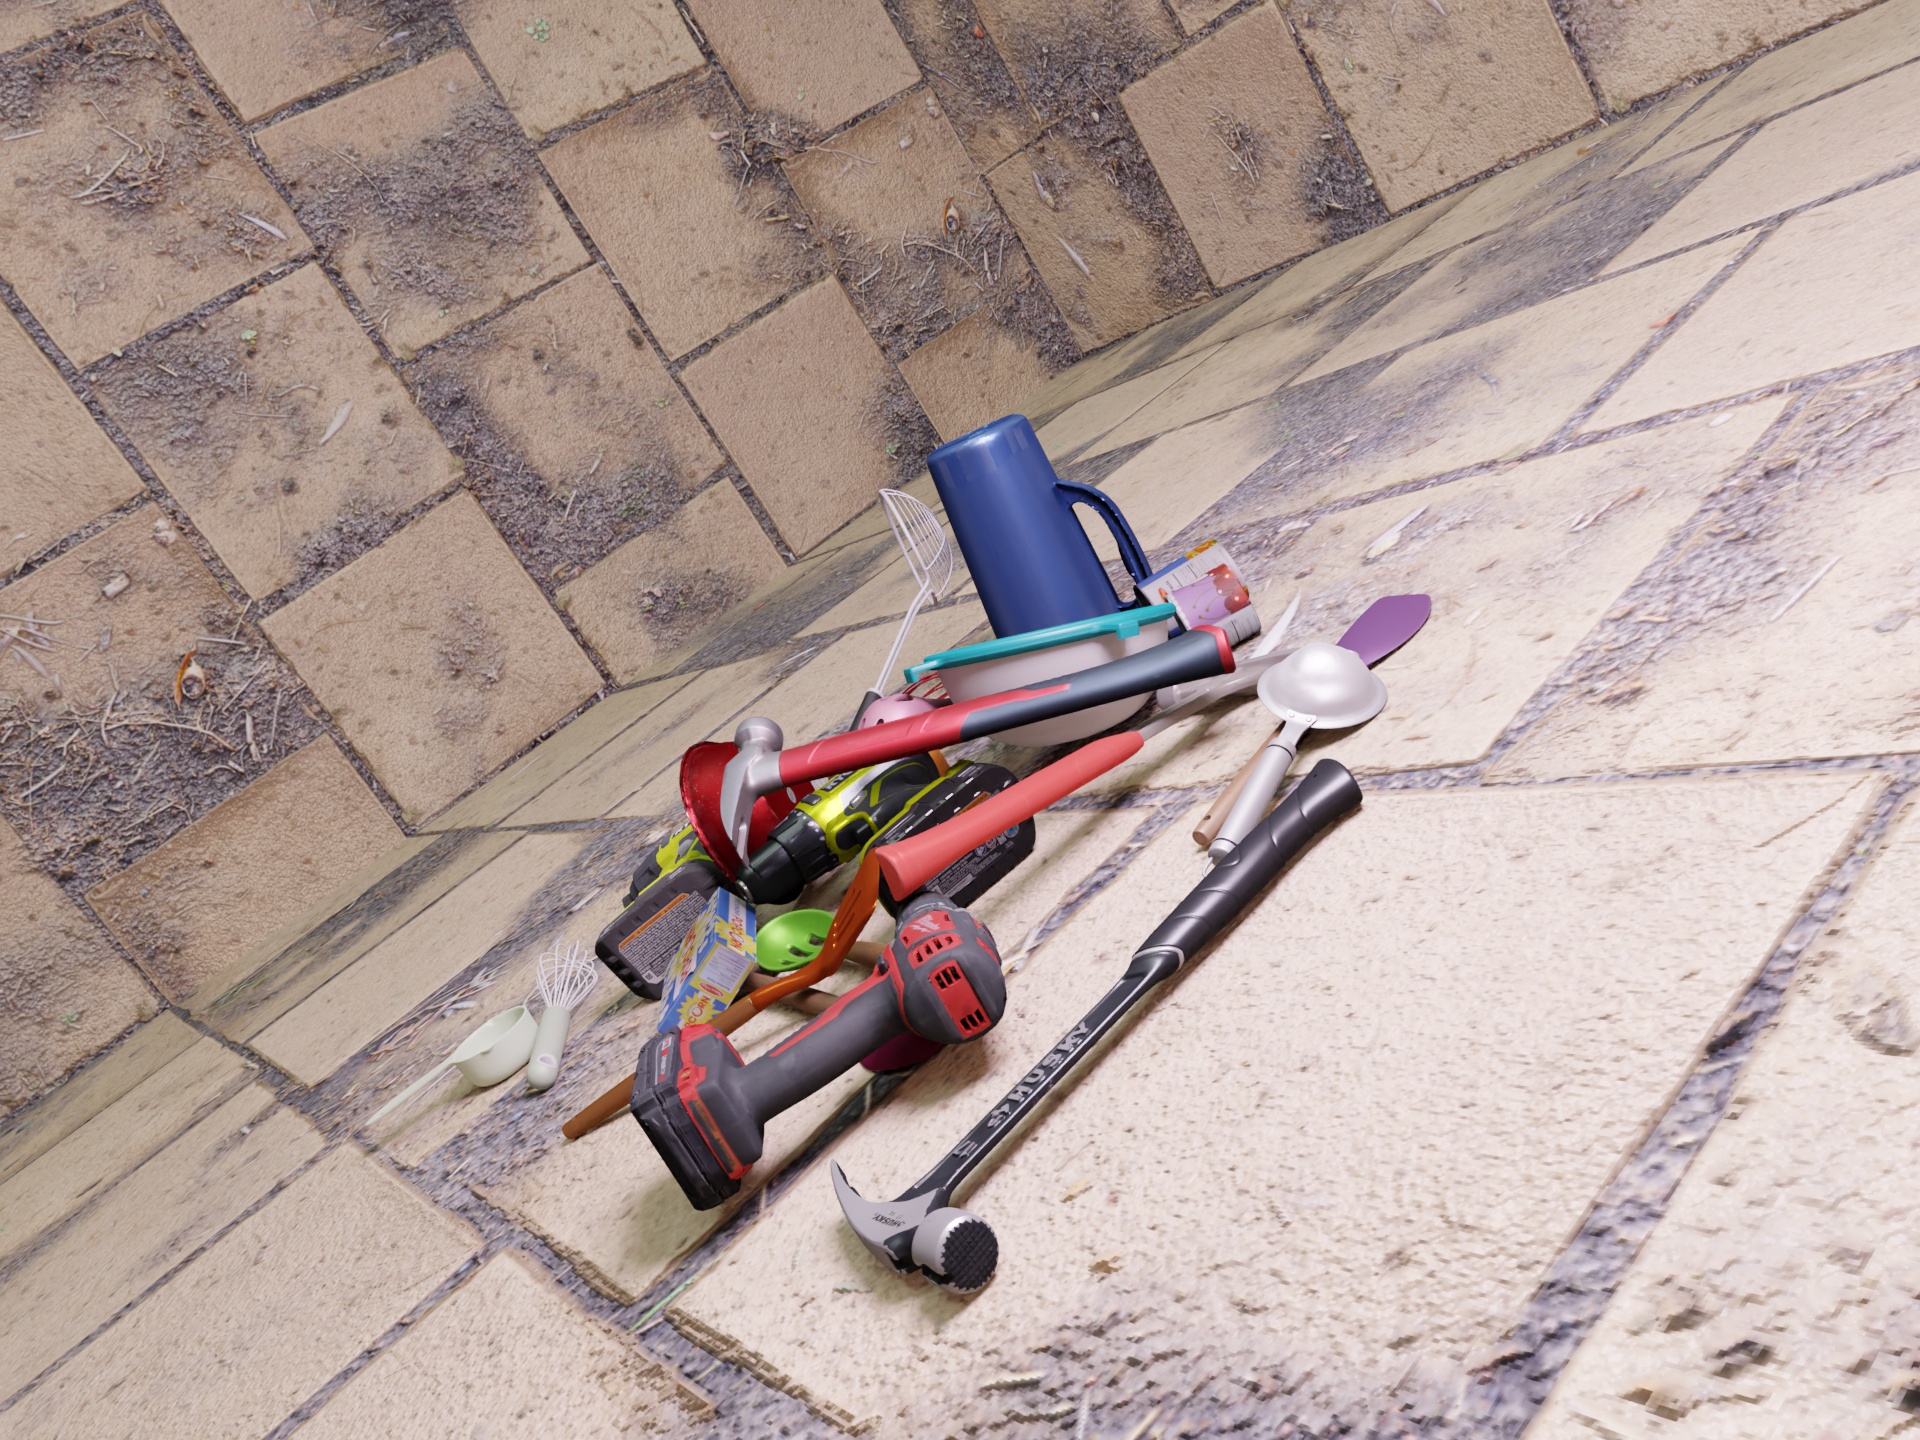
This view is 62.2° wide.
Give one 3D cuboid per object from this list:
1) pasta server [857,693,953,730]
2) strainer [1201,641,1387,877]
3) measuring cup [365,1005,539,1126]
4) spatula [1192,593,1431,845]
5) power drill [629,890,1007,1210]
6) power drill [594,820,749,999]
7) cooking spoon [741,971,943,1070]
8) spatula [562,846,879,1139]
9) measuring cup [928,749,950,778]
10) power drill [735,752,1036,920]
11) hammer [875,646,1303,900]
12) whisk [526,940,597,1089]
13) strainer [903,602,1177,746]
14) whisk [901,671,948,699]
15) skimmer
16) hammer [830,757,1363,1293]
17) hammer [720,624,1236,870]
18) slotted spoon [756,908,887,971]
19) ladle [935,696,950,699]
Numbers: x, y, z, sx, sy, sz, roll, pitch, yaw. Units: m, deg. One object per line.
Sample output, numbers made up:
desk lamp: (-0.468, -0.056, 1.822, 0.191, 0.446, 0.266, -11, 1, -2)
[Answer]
pasta server: (-0.002, -0.004, 1.373, 0.060, 0.040, 0.316, 3, 3, 23)
strainer: (0.213, 0.015, 1.036, 0.087, 0.050, 0.258, 15, 47, 26)
measuring cup: (-0.443, 0.317, 1.402, 0.167, 0.038, 0.083, -36, 15, -7)
spatula: (0.247, -0.010, 1.107, 0.060, 0.018, 0.316, 1, 33, 45)
power drill: (-0.081, 0.183, 0.974, 0.226, 0.080, 0.188, -30, 11, -2)
power drill: (-0.251, 0.153, 1.438, 0.171, 0.080, 0.223, -38, 14, 9)
cooking spoon: (-0.090, 0.198, 1.104, 0.069, 0.017, 0.319, -39, 17, -26)
spatula: (-0.169, 0.207, 1.131, 0.322, 0.041, 0.081, -36, 23, 14)
measuring cup: (-0.061, 0.072, 1.390, 0.095, 0.052, 0.174, -25, 14, 23)
power drill: (-0.064, 0.091, 1.241, 0.190, 0.080, 0.229, -37, 21, -23)
hammer: (0.090, 0.033, 1.119, 0.359, 0.036, 0.149, -27, 9, -35)
whisk: (-0.358, 0.261, 1.410, 0.059, 0.057, 0.246, -65, 13, 11)
strainer: (0.104, -0.037, 1.361, 0.211, 0.095, 0.340, -11, 2, 22)
whisk: (-0.092, 0.036, 1.568, 0.296, 0.073, 0.073, -33, 14, 13)
skimmer: (-0.087, -0.071, 1.513, 0.090, 0.127, 0.363, 5, 53, 22)
hammer: (0.093, 0.147, 0.875, 0.409, 0.036, 0.149, -39, 15, -29)
hammer: (0.010, 0.008, 1.157, 0.386, 0.038, 0.143, -15, 36, 10)
slotted spoon: (-0.064, 0.169, 1.135, 0.070, 0.031, 0.314, -38, 17, -28)
ladle: (-0.079, 0.023, 1.638, 0.320, 0.062, 0.078, -24, 29, 2)
